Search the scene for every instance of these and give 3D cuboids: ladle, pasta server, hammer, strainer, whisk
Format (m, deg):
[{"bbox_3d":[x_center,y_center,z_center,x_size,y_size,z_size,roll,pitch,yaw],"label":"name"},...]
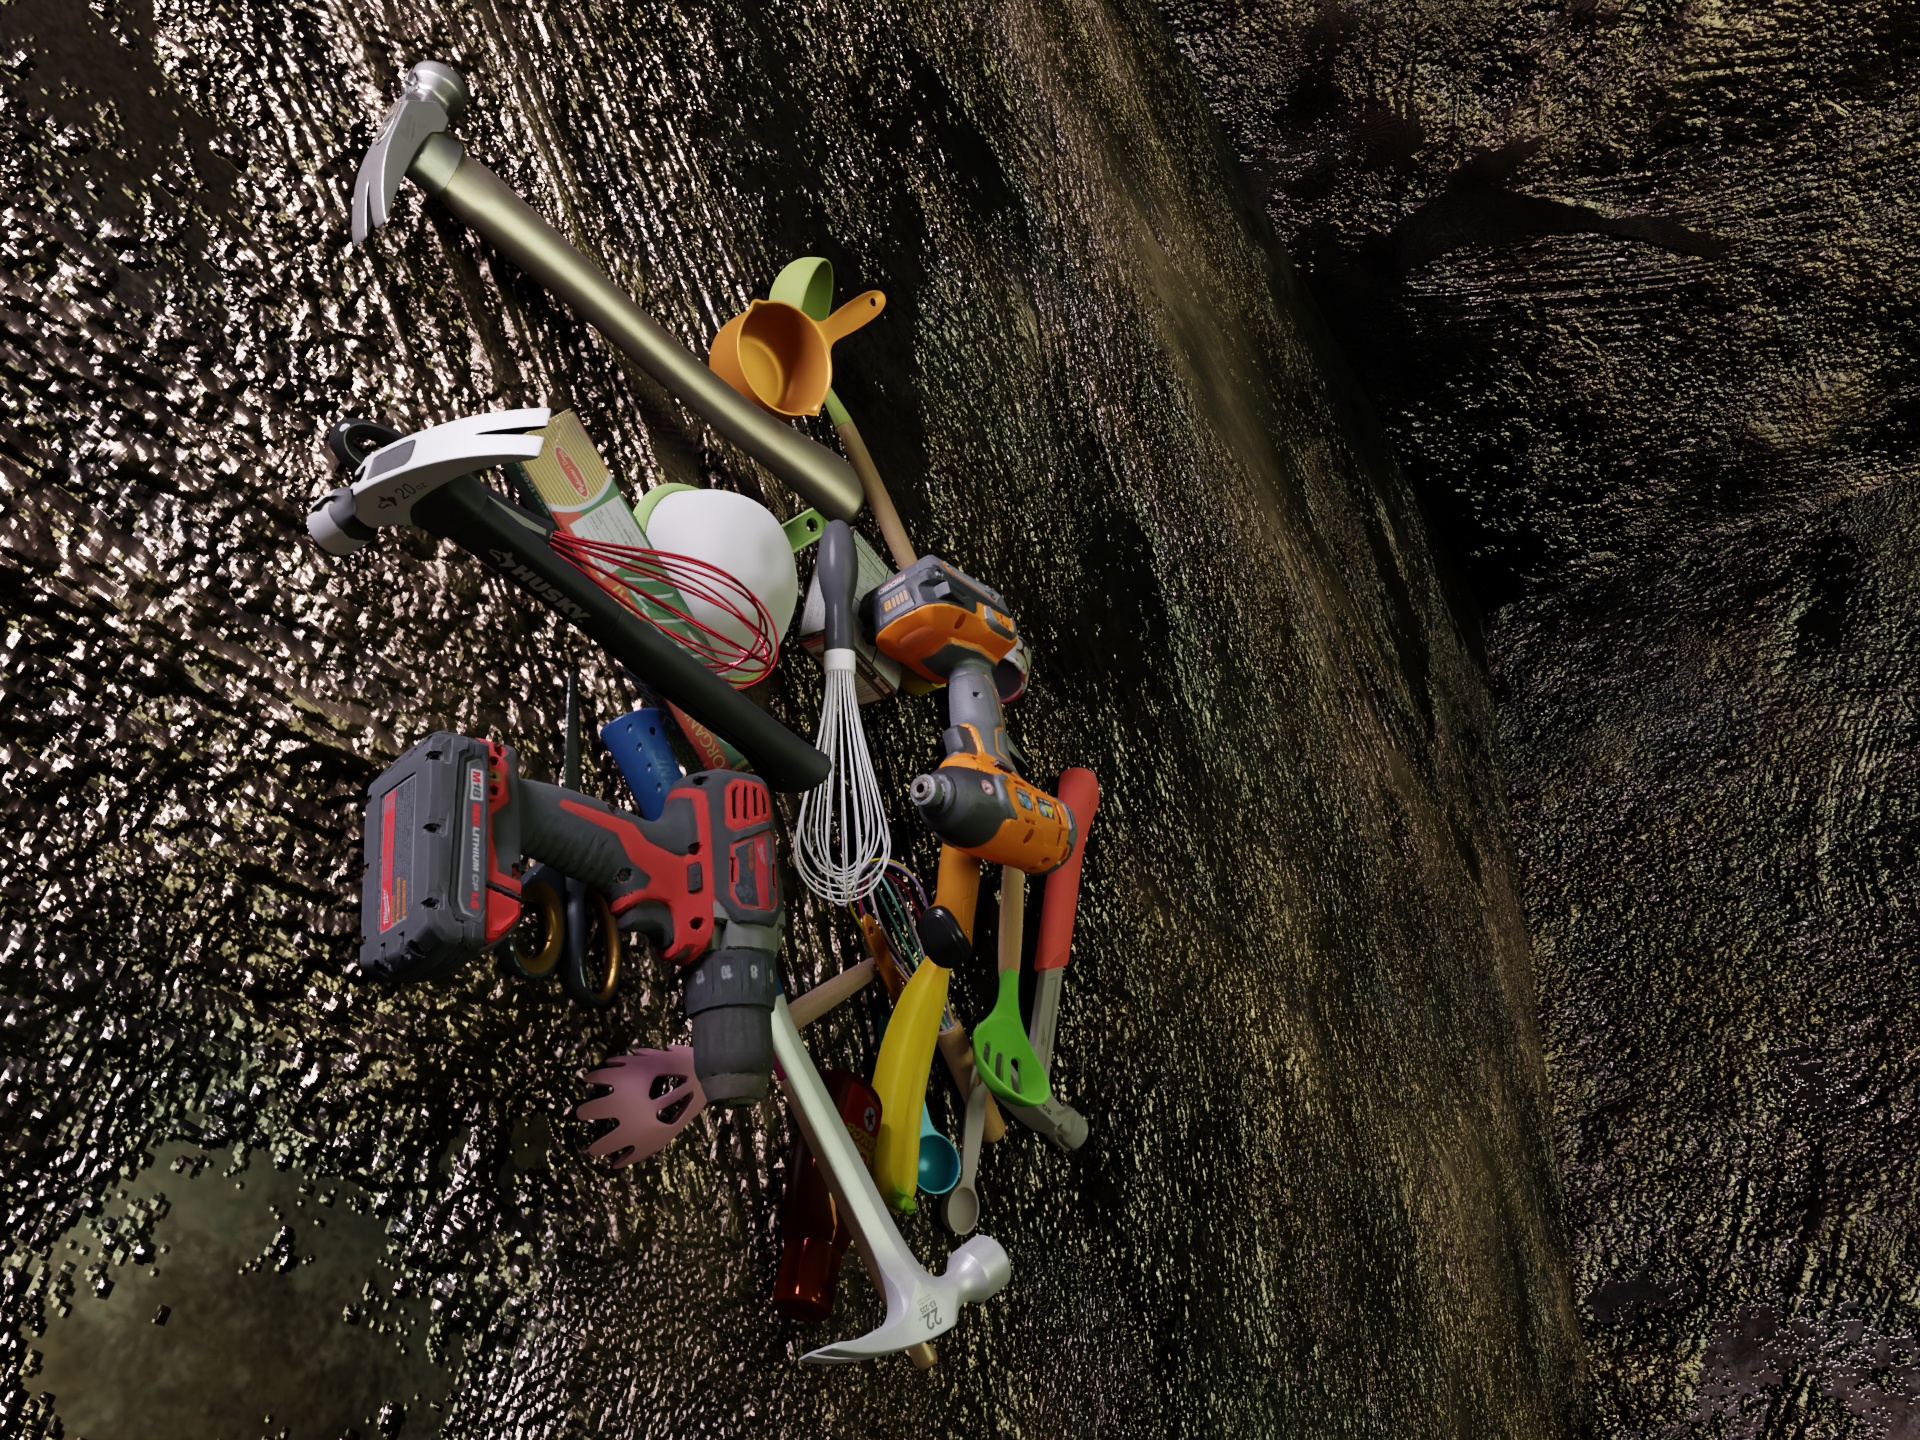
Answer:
[{"bbox_3d":[-0.073,-0.222,1.297,0.320,0.062,0.078,65,15,-5],"label":"ladle"},{"bbox_3d":[-0.128,0.199,1.003,0.316,0.040,0.060,-19,90,-66],"label":"pasta server"},{"bbox_3d":[-0.187,-0.050,0.903,0.334,0.146,0.035,41,38,-40],"label":"hammer"},{"bbox_3d":[-0.134,-0.120,1.134,0.151,0.069,0.256,65,30,-12],"label":"strainer"},{"bbox_3d":[0.077,0.176,1.366,0.149,0.037,0.359,50,35,-34],"label":"hammer"},{"bbox_3d":[0.006,0.080,1.230,0.127,0.034,0.337,57,19,-24],"label":"hammer"},{"bbox_3d":[-0.022,0.209,1.174,0.047,0.051,0.245,-30,108,-26],"label":"whisk"},{"bbox_3d":[-0.213,-0.247,1.063,0.410,0.038,0.146,37,44,-37],"label":"hammer"},{"bbox_3d":[-0.085,-0.010,1.133,0.070,0.070,0.285,20,64,-55],"label":"whisk"},{"bbox_3d":[-0.113,0.177,0.936,0.144,0.035,0.406,-17,75,-48],"label":"hammer"},{"bbox_3d":[-0.226,-0.096,0.928,0.295,0.073,0.073,29,48,-32],"label":"whisk"}]

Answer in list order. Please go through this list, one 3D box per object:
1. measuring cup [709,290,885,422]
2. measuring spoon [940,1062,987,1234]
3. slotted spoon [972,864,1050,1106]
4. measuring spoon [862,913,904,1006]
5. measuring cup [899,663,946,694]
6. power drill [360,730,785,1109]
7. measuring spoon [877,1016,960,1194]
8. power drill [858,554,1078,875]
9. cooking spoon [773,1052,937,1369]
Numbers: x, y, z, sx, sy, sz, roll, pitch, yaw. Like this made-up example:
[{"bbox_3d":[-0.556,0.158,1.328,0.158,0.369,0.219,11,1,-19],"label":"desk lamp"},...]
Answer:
[{"bbox_3d":[-0.123,-0.289,1.228,0.174,0.052,0.095,-45,113,-40],"label":"measuring cup"},{"bbox_3d":[0.002,0.308,1.154,0.034,0.018,0.124,31,58,-42],"label":"measuring spoon"},{"bbox_3d":[0.040,0.185,1.258,0.070,0.031,0.314,32,31,-18],"label":"slotted spoon"},{"bbox_3d":[-0.053,0.185,1.133,0.021,0.011,0.116,-64,141,-53],"label":"measuring spoon"},{"bbox_3d":[-0.033,-0.070,1.340,0.062,0.029,0.157,58,19,-20],"label":"measuring cup"},{"bbox_3d":[-0.189,0.106,0.834,0.226,0.080,0.188,14,60,-41],"label":"power drill"},{"bbox_3d":[-0.038,0.274,1.129,0.042,0.021,0.129,-9,71,-37],"label":"measuring spoon"},{"bbox_3d":[-0.002,-0.004,1.166,0.164,0.084,0.227,24,43,-52],"label":"power drill"},{"bbox_3d":[-0.091,0.238,0.959,0.319,0.017,0.068,63,23,11],"label":"cooking spoon"}]
